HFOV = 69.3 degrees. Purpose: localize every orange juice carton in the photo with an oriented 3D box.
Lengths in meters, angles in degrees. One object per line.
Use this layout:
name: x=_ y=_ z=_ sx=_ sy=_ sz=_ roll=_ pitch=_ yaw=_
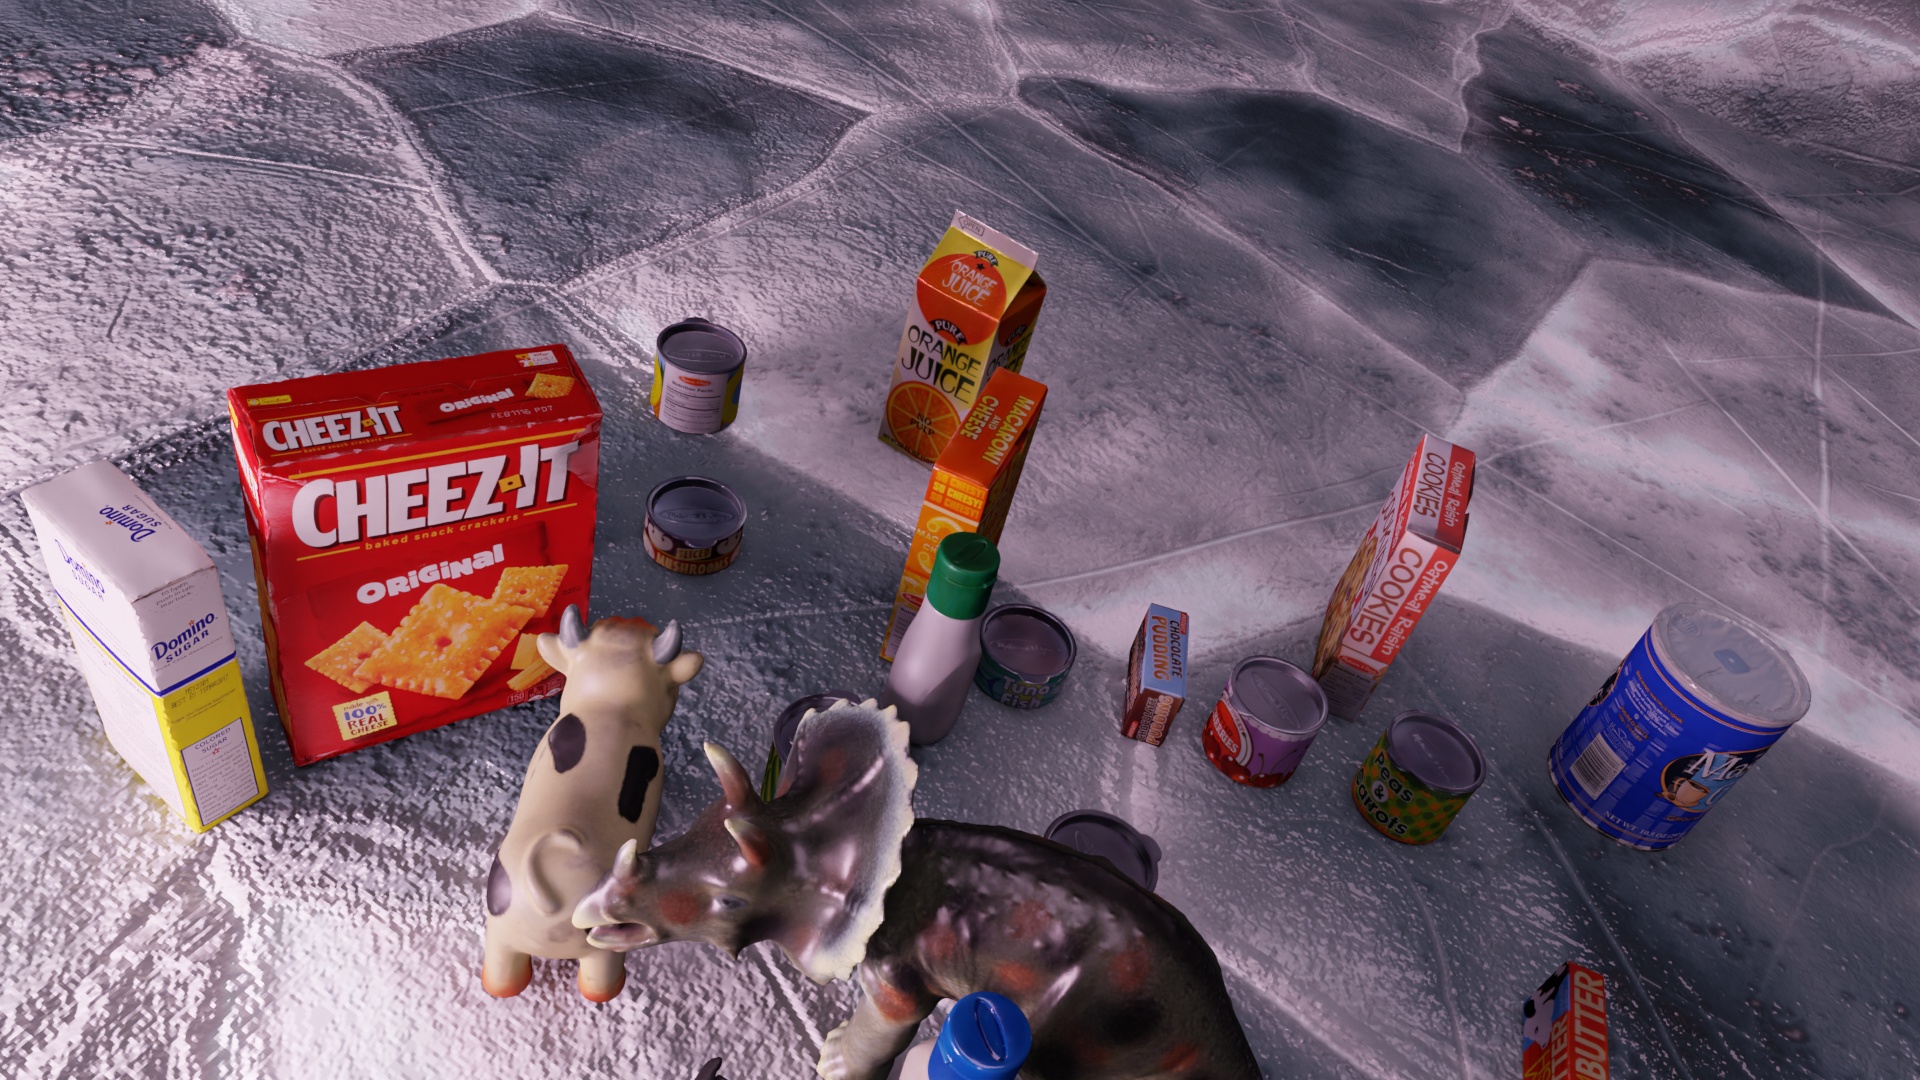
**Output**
orange juice carton: x=0.004 y=-0.146 z=1.028 sx=0.072 sy=0.191 sz=0.073 roll=31 pitch=42 yaw=16

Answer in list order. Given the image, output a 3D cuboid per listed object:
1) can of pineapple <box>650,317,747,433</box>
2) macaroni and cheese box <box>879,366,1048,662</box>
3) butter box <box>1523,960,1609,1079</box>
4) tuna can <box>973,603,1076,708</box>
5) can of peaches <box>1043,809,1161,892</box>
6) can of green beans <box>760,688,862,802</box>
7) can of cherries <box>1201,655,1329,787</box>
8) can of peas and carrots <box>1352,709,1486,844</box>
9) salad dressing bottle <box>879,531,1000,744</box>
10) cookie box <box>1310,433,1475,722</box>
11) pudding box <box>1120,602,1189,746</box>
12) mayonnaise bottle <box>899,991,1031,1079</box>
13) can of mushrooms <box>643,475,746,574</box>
can of pineapple: x=-0.195 y=-0.122 z=1.034 sx=0.071 sy=0.057 sz=0.071 roll=10 pitch=41 yaw=-9
macaroni and cheese box: x=0.003 y=-0.011 z=0.897 sx=0.040 sy=0.165 sz=0.124 roll=23 pitch=41 yaw=6
butter box: x=0.332 y=0.289 z=0.764 sx=0.024 sy=0.052 sz=0.104 roll=22 pitch=41 yaw=5
tuna can: x=0.041 y=0.078 z=0.913 sx=0.071 sy=0.032 sz=0.071 roll=10 pitch=41 yaw=-9
can of peaches: x=0.072 y=0.194 z=0.775 sx=0.071 sy=0.057 sz=0.071 roll=10 pitch=41 yaw=-9
can of green beans: x=-0.078 y=0.131 z=0.792 sx=0.071 sy=0.057 sz=0.071 roll=10 pitch=41 yaw=-9
can of cherries: x=0.195 y=0.118 z=0.903 sx=0.071 sy=0.058 sz=0.072 roll=10 pitch=41 yaw=-9
can of peas and carrots: x=0.293 y=0.154 z=0.897 sx=0.071 sy=0.058 sz=0.071 roll=10 pitch=41 yaw=-9
salad dressing bottle: x=-0.010 y=0.059 z=0.828 sx=0.044 sy=0.146 sz=0.064 roll=38 pitch=44 yaw=22
cookie box: x=0.297 y=0.026 z=0.959 sx=0.040 sy=0.166 sz=0.123 roll=24 pitch=41 yaw=7
pudding box: x=0.130 y=0.088 z=0.920 sx=0.030 sy=0.049 sz=0.084 roll=17 pitch=40 yaw=-1
mayonnaise bottle: x=-0.004 y=0.253 z=0.613 sx=0.041 sy=0.147 sz=0.065 roll=-4 pitch=45 yaw=-24
can of mushrooms: x=-0.178 y=-0.009 z=0.931 sx=0.071 sy=0.033 sz=0.071 roll=10 pitch=41 yaw=-9
